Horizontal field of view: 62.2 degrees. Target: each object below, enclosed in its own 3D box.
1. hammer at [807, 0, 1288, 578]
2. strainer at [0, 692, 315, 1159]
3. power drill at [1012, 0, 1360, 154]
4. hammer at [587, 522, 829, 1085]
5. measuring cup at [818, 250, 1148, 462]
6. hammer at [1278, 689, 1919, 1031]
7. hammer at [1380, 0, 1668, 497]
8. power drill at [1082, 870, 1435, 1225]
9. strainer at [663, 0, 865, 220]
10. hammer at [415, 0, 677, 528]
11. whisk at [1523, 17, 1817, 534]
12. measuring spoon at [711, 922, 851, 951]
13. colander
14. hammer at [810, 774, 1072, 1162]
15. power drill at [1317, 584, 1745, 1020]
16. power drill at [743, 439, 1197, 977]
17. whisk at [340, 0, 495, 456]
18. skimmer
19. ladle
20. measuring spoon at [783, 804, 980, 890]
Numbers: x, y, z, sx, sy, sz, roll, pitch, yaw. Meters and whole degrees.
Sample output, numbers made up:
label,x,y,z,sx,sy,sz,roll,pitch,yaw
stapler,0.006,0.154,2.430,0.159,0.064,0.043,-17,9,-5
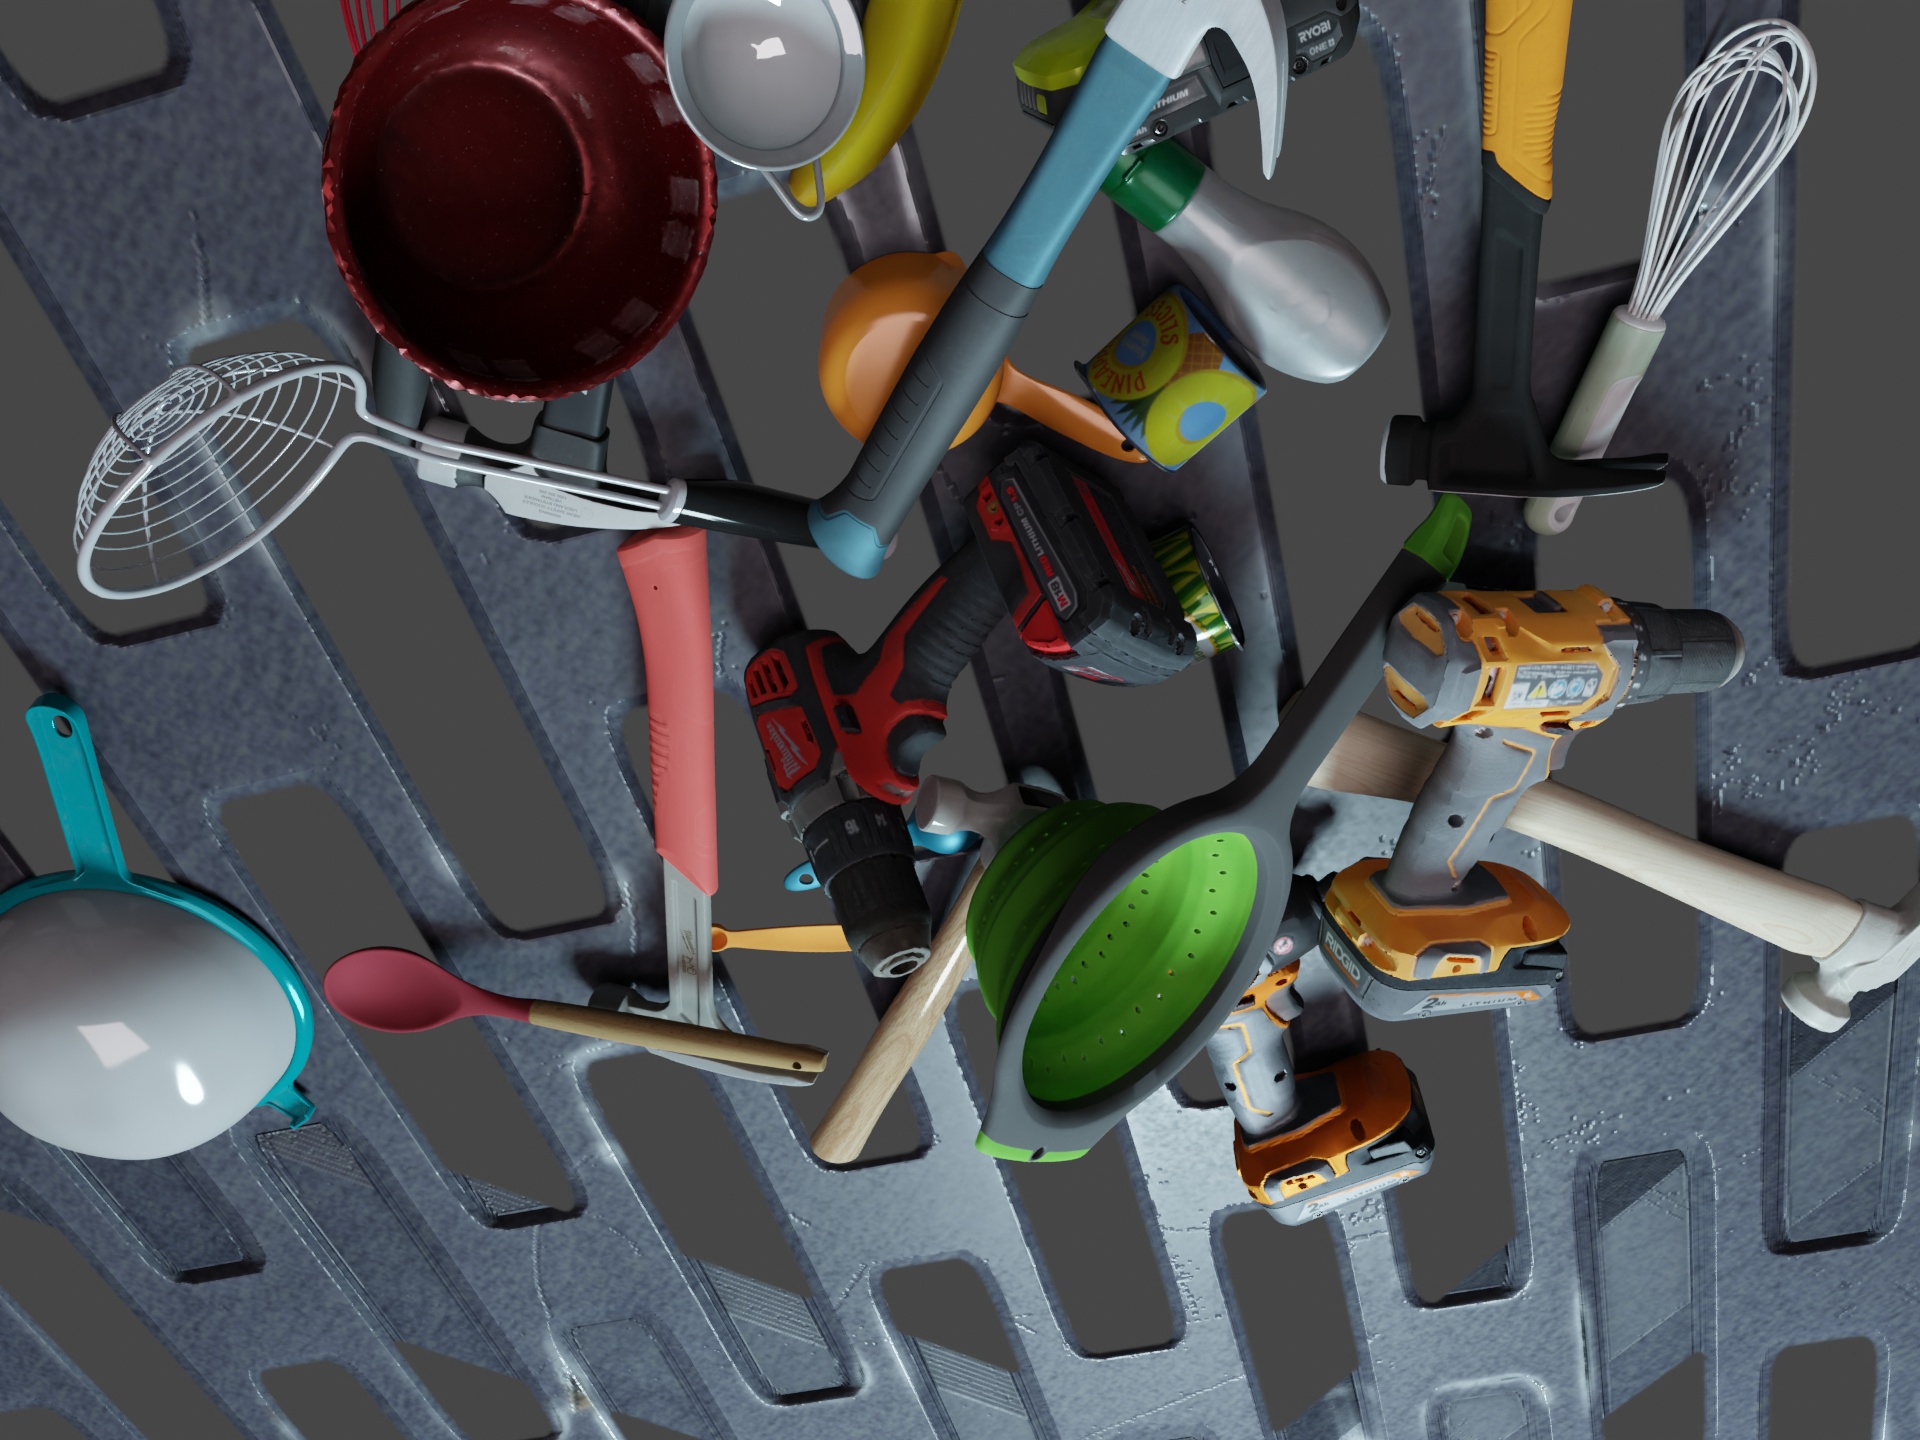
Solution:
label,x,y,z,sx,sy,sz,roll,pitch,yaw
hammer,0.014,-0.175,0.644,0.128,0.033,0.331,31,135,-7
strainer,-0.508,0.147,0.928,0.211,0.095,0.340,5,125,-2
power drill,0.045,-0.337,0.587,0.190,0.080,0.228,-25,121,-2
hammer,-0.144,0.055,0.883,0.149,0.037,0.358,11,123,11
measuring cup,0.015,-0.150,0.744,0.173,0.052,0.095,22,121,-11
hammer,0.370,0.059,0.891,0.410,0.038,0.146,20,121,-12
hammer,0.243,-0.252,0.667,0.127,0.034,0.336,8,124,25
power drill,0.197,0.189,0.957,0.164,0.084,0.226,-29,115,18
strainer,-0.091,-0.323,0.603,0.087,0.050,0.258,-24,125,-23
hammer,-0.147,-0.234,0.703,0.146,0.035,0.334,15,123,-8
whisk,0.312,-0.189,0.721,0.057,0.059,0.246,-9,133,-27
measuring spoon,-0.100,0.129,0.963,0.117,0.011,0.021,0,123,-3
colander,0.115,0.041,0.818,0.204,0.095,0.397,24,101,-52
hammer,-0.017,0.163,0.959,0.130,0.031,0.331,11,128,-23
power drill,0.287,0.037,0.806,0.185,0.084,0.226,-3,121,-18
power drill,-0.001,-0.002,0.765,0.226,0.188,0.080,-37,149,26
whisk,-0.236,-0.241,0.687,0.073,0.073,0.295,14,128,-8
skimmer,-0.176,-0.082,0.686,0.363,0.090,0.127,6,146,-36
ladle,-0.231,0.178,0.949,0.315,0.031,0.069,7,125,12
measuring spoon,-0.046,0.078,0.917,0.128,0.021,0.042,-23,121,13
